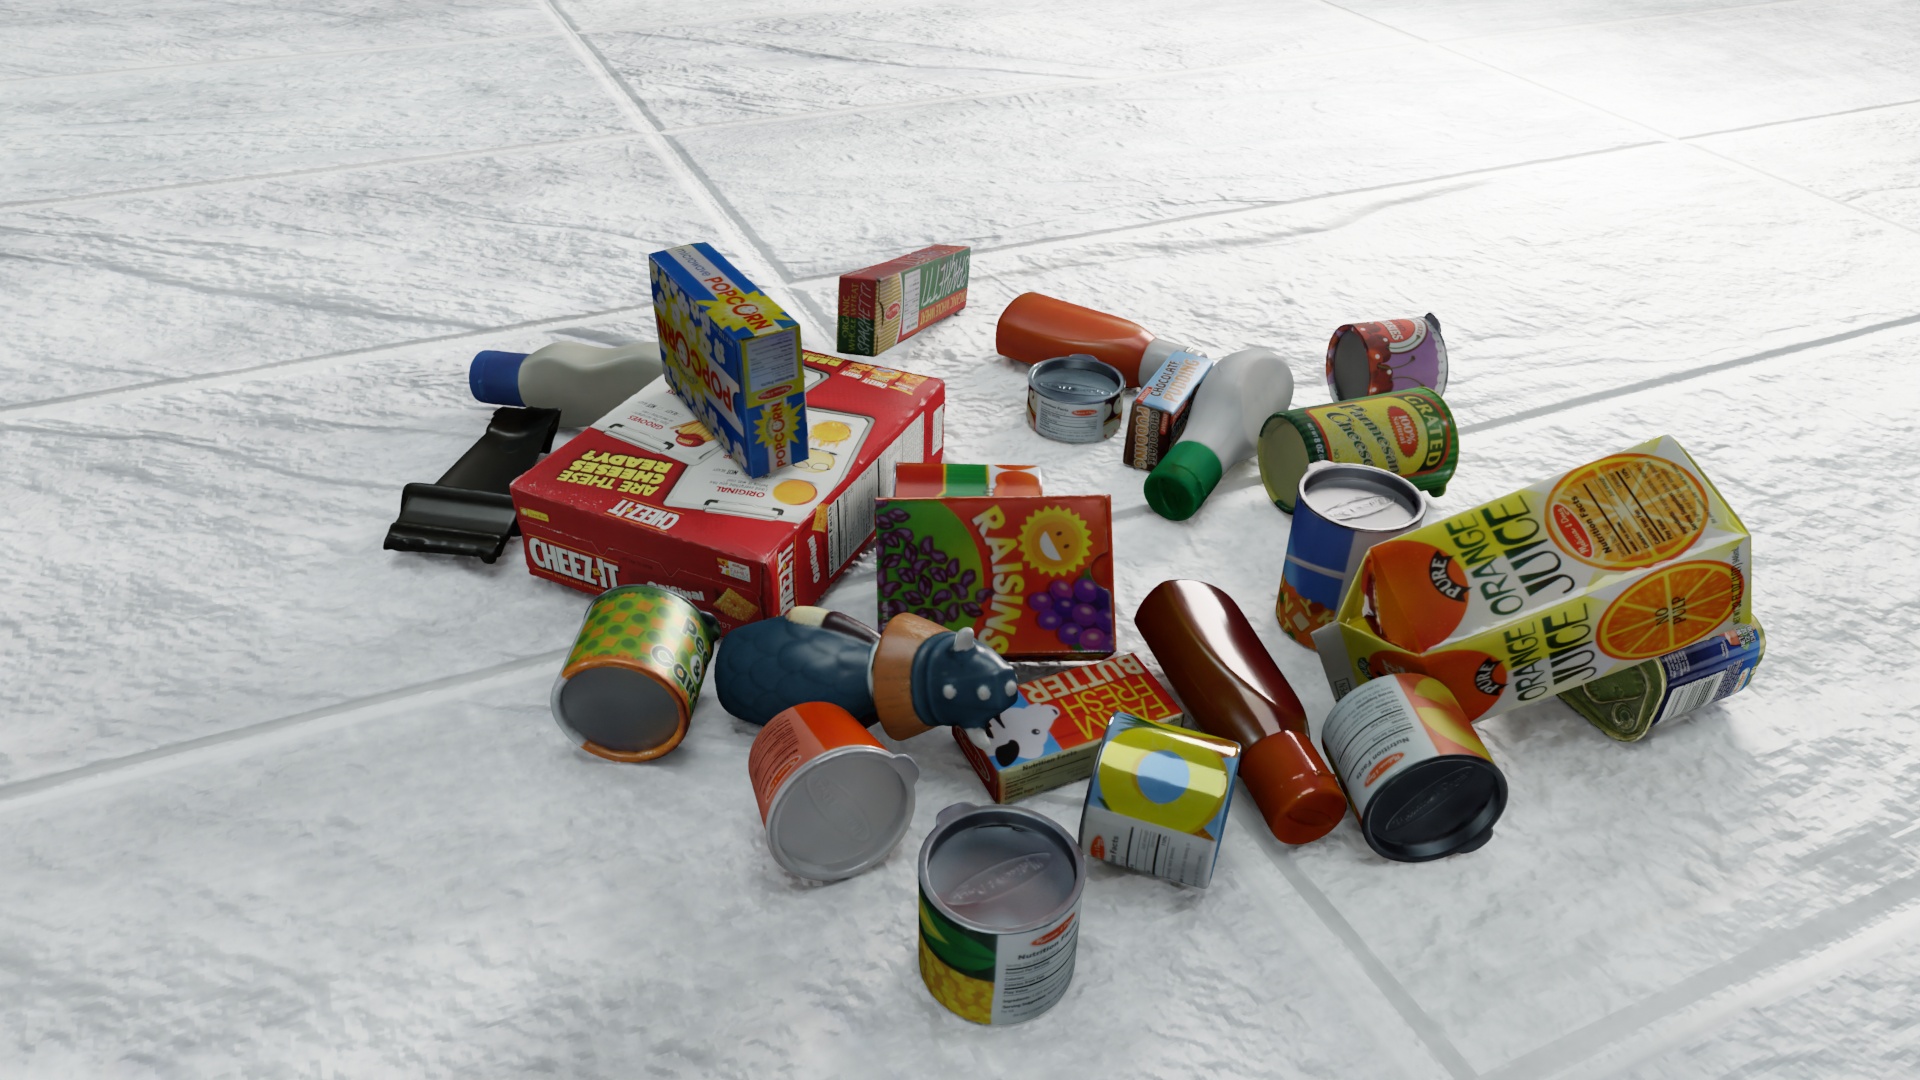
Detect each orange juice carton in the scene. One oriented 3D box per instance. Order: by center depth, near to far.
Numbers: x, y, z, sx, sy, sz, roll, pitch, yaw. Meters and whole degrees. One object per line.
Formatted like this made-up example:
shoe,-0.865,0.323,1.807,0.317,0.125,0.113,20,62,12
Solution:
orange juice carton,0.267,0.029,0.672,0.192,0.071,0.073,-23,45,11

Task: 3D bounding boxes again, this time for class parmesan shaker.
parmesan shaker,0.247,-0.053,0.863,0.103,0.071,0.071,-11,36,-17

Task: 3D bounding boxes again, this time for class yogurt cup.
yogurt cup,-0.061,0.108,0.616,0.072,0.072,0.054,-13,29,-21

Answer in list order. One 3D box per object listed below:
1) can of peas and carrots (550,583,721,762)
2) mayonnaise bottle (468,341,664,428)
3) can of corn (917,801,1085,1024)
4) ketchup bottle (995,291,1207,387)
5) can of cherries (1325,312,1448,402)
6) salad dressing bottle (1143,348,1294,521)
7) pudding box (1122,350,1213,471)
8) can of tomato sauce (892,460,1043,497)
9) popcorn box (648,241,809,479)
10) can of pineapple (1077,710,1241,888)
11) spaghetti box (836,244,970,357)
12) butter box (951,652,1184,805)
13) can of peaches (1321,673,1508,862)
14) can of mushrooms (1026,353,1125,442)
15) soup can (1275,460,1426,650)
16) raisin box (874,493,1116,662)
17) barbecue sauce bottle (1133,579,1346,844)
can of peas and carrots,-0.155,0.064,0.670,0.071,0.070,0.059,3,35,2
mayonnaise bottle,-0.248,-0.102,0.914,0.148,0.064,0.041,7,32,13
can of corn,0.014,0.149,0.562,0.071,0.058,0.071,1,35,-1
ketchup bottle,0.102,-0.138,0.995,0.149,0.043,0.065,21,39,25
can of cherries,0.293,-0.122,0.957,0.058,0.071,0.072,-6,35,-11
salad dressing bottle,0.165,-0.068,0.887,0.044,0.064,0.148,0,34,40
pudding box,0.137,-0.086,0.916,0.030,0.049,0.084,18,38,20
can of tomato sauce,0.003,-0.010,0.786,0.083,0.070,0.071,1,35,-2
popcorn box,-0.130,-0.103,0.772,0.038,0.084,0.127,-19,40,-26
can of pineapple,0.089,0.112,0.612,0.058,0.070,0.071,13,36,14
spaghetti box,-0.035,-0.173,0.977,0.029,0.050,0.251,8,18,12
butter box,0.052,0.091,0.679,0.104,0.024,0.053,-14,38,-21
can of peaches,0.207,0.104,0.634,0.071,0.071,0.058,-3,34,-7
can of mushrooms,0.078,-0.097,0.944,0.071,0.033,0.071,1,35,0
soup can,0.208,0.009,0.753,0.071,0.083,0.072,2,34,-1
raisin box,0.017,0.020,0.726,0.123,0.040,0.086,-1,77,-4
barbecue sauce bottle,0.137,0.080,0.675,0.065,0.043,0.149,20,27,-29
